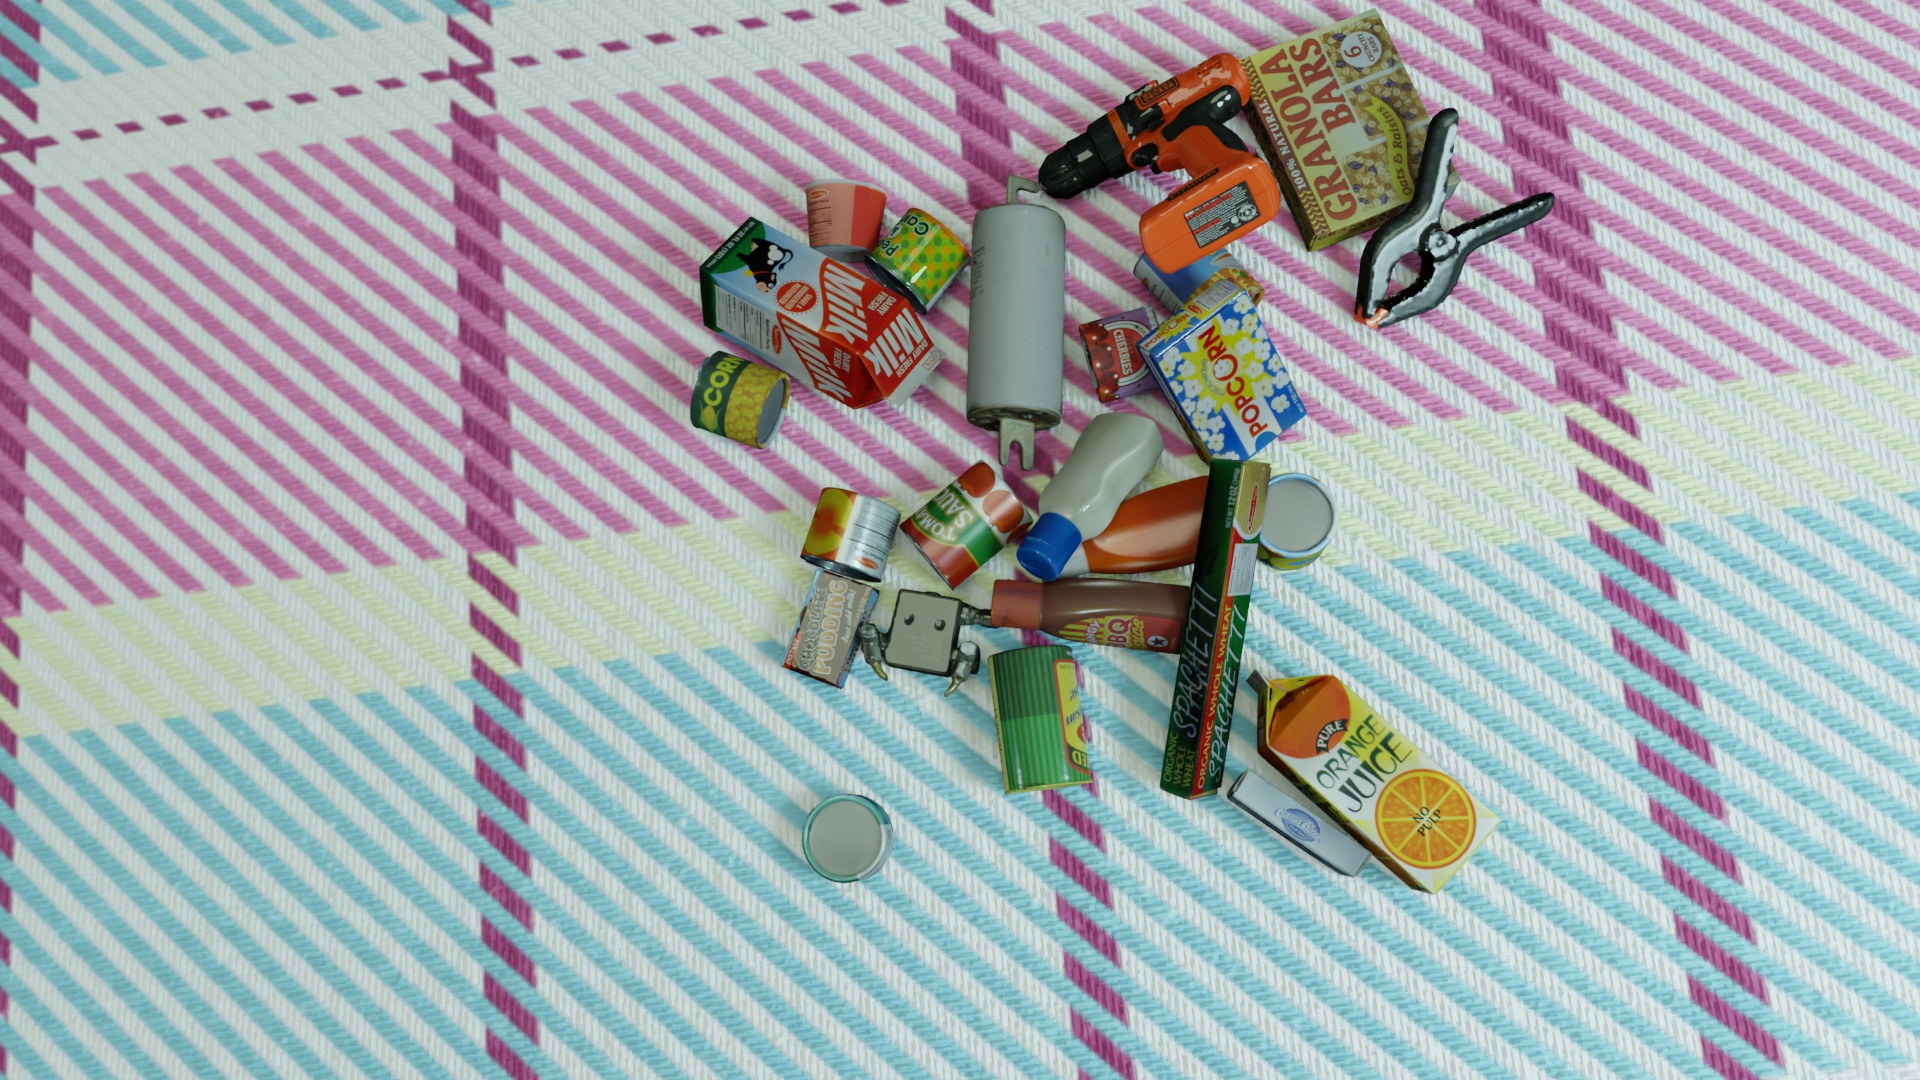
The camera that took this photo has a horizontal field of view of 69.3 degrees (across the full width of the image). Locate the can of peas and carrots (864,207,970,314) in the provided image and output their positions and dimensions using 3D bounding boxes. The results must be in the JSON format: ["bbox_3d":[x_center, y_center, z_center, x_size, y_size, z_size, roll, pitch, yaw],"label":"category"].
[{"bbox_3d":[-0.036,-0.228,1.123,0.071,0.071,0.059,39,84,12],"label":"can of peas and carrots"}]

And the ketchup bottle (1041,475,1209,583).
[{"bbox_3d":[0.130,-0.002,1.071,0.149,0.043,0.065,-15,68,3],"label":"ketchup bottle"}]

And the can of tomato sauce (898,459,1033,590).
[{"bbox_3d":[0.004,-0.013,1.074,0.083,0.071,0.071,-40,77,-3],"label":"can of tomato sauce"}]

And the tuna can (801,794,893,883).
[{"bbox_3d":[-0.088,0.224,1.053,0.071,0.033,0.071,-1,78,6],"label":"tuna can"}]

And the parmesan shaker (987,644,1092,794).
[{"bbox_3d":[0.058,0.133,1.036,0.071,0.071,0.103,-8,78,5],"label":"parmesan shaker"}]

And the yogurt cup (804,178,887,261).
[{"bbox_3d":[-0.095,-0.262,1.141,0.072,0.072,0.054,3,87,7],"label":"yogurt cup"}]

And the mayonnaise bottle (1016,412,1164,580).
[{"bbox_3d":[0.095,-0.035,1.053,0.065,0.041,0.149,10,53,41],"label":"mayonnaise bottle"}]

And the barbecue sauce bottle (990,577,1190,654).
[{"bbox_3d":[0.098,0.053,1.050,0.148,0.064,0.044,5,56,5],"label":"barbecue sauce bottle"}]

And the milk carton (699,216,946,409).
[{"bbox_3d":[-0.109,-0.172,1.108,0.191,0.073,0.073,30,59,12],"label":"milk carton"}]

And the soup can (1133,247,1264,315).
[{"bbox_3d":[0.190,-0.206,1.095,0.071,0.071,0.084,-40,78,-3],"label":"soup can"}]

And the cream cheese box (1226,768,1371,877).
[{"bbox_3d":[0.244,0.206,1.010,0.104,0.053,0.024,34,82,12],"label":"cream cheese box"}]

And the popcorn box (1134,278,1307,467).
[{"bbox_3d":[0.199,-0.123,1.054,0.085,0.126,0.038,-38,32,-2],"label":"popcorn box"}]

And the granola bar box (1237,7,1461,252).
[{"bbox_3d":[0.309,-0.331,1.123,0.124,0.039,0.166,-21,77,1],"label":"granola bar box"}]

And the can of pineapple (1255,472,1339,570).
[{"bbox_3d":[0.248,-0.014,1.053,0.071,0.058,0.071,-1,79,6],"label":"can of pineapple"}]

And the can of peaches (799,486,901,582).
[{"bbox_3d":[-0.087,-0.005,1.085,0.071,0.071,0.058,16,81,9],"label":"can of peaches"}]

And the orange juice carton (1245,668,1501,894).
[{"bbox_3d":[0.283,0.162,1.006,0.193,0.071,0.073,42,85,12],"label":"orange juice carton"}]

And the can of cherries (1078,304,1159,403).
[{"bbox_3d":[0.129,-0.146,1.087,0.058,0.071,0.071,-15,77,3],"label":"can of cherries"}]

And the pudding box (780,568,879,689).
[{"bbox_3d":[-0.102,0.068,1.089,0.050,0.030,0.084,19,81,11],"label":"pudding box"}]

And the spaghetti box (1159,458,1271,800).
[{"bbox_3d":[0.186,0.064,1.015,0.029,0.050,0.249,11,96,35],"label":"spaghetti box"}]

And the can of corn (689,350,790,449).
[{"bbox_3d":[-0.176,-0.114,1.114,0.058,0.071,0.071,20,81,9],"label":"can of corn"}]
